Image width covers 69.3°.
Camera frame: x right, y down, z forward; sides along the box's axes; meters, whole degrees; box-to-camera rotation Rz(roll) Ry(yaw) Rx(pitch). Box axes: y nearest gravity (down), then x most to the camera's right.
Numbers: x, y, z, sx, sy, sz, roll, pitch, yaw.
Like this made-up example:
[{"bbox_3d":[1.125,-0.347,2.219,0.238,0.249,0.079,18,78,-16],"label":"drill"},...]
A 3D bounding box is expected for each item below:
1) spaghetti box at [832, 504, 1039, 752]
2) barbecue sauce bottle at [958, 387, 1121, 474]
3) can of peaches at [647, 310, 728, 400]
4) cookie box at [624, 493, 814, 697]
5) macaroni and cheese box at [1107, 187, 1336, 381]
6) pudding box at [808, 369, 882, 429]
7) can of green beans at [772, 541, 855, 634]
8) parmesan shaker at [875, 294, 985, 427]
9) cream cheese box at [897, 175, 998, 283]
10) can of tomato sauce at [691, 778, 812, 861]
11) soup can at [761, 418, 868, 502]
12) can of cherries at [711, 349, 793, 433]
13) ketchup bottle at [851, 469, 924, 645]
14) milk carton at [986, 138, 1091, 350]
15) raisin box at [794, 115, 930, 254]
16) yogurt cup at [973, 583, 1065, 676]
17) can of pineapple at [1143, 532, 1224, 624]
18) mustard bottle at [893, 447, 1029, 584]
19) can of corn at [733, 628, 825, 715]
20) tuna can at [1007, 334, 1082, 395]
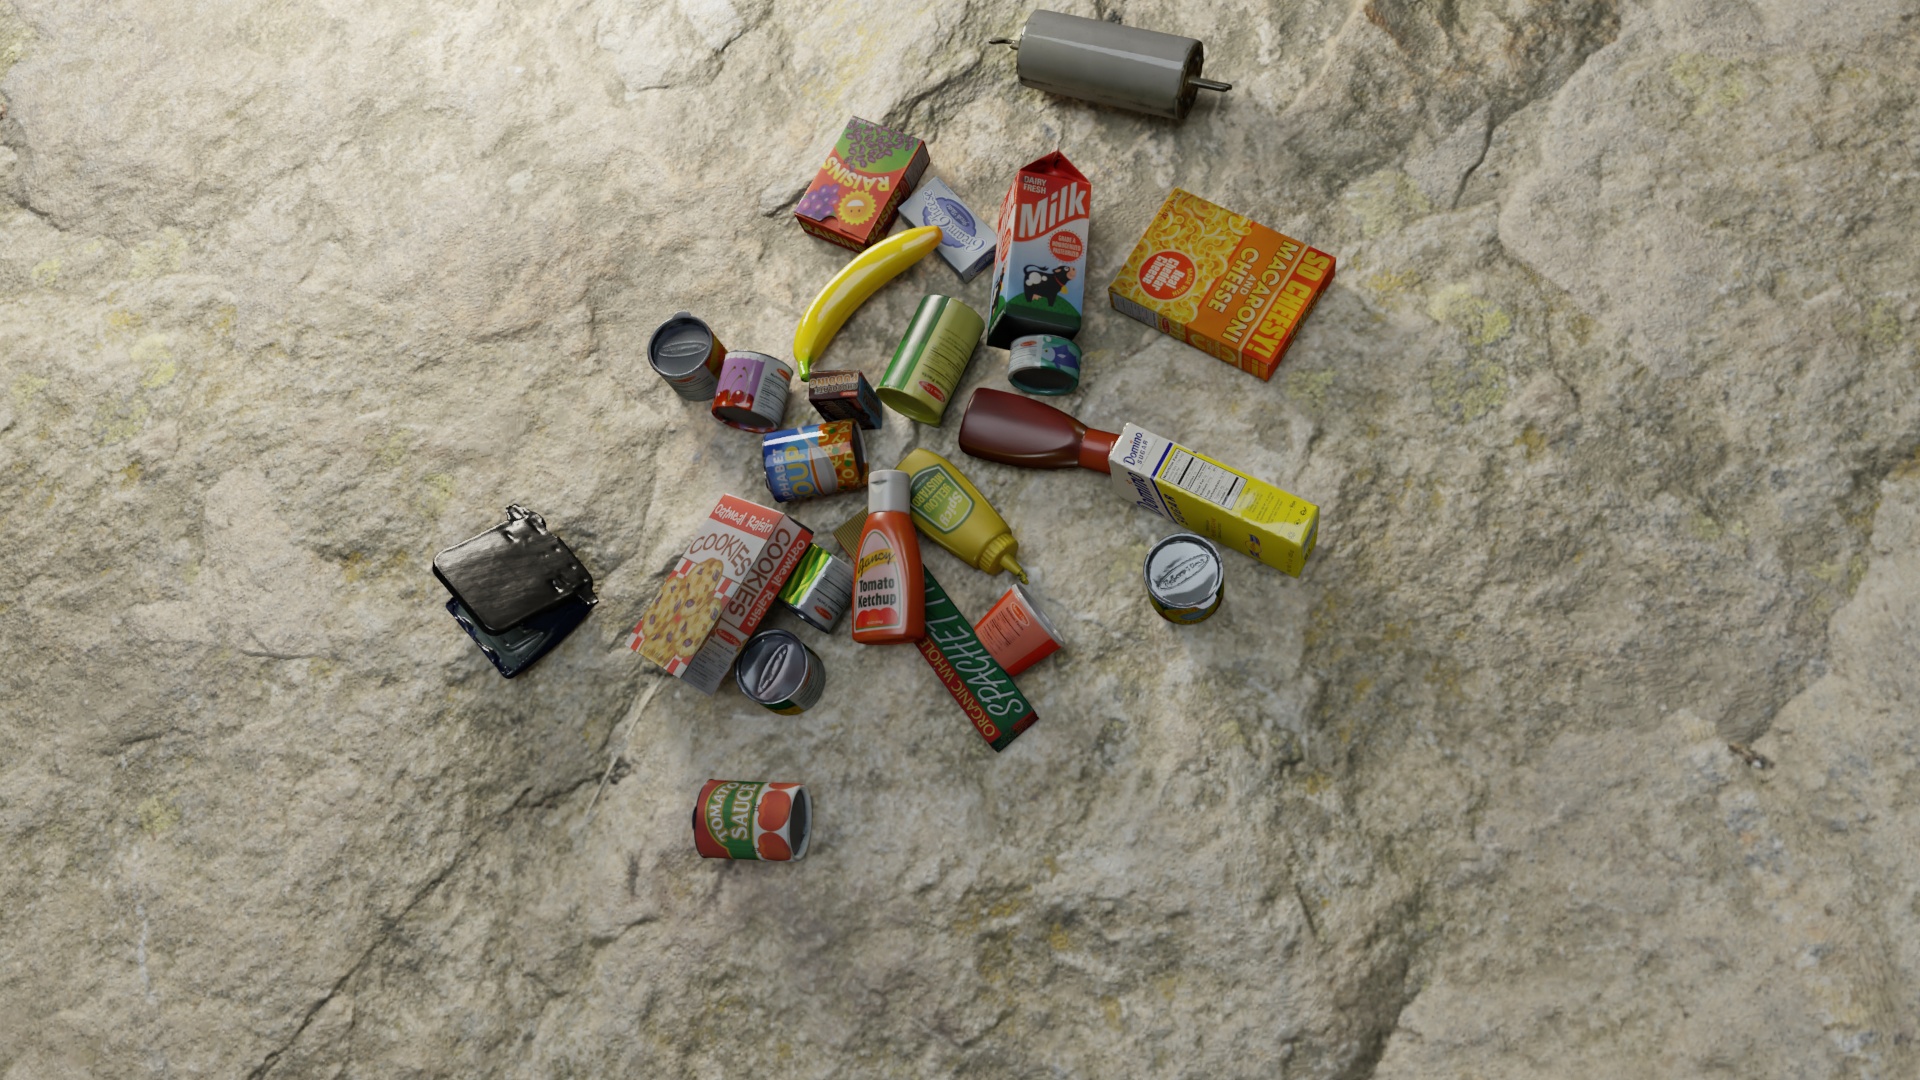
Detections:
[{"bbox_3d":[-0.024,0.072,1.220,0.050,0.028,0.250,-37,68,-2],"label":"spaghetti box"},{"bbox_3d":[0.076,-0.092,1.250,0.148,0.043,0.065,15,75,15],"label":"barbecue sauce bottle"},{"bbox_3d":[-0.259,-0.177,1.340,0.071,0.058,0.071,-4,70,11],"label":"can of peaches"},{"bbox_3d":[-0.214,0.044,1.231,0.123,0.040,0.168,17,72,53],"label":"cookie box"},{"bbox_3d":[0.239,-0.235,1.270,0.167,0.040,0.124,30,79,20],"label":"macaroni and cheese box"},{"bbox_3d":[-0.105,-0.129,1.278,0.049,0.083,0.030,-2,74,10],"label":"pudding box"},{"bbox_3d":[-0.128,0.041,1.232,0.071,0.071,0.058,30,79,19],"label":"can of green beans"},{"bbox_3d":[-0.025,-0.167,1.287,0.071,0.071,0.103,21,76,17],"label":"parmesan shaker"},{"bbox_3d":[-0.009,-0.302,1.351,0.053,0.024,0.104,-41,68,-3],"label":"cream cheese box"},{"bbox_3d":[-0.175,0.235,1.171,0.083,0.071,0.071,0,71,11],"label":"can of tomato sauce"},{"bbox_3d":[-0.132,-0.072,1.271,0.084,0.071,0.071,-9,70,8],"label":"soup can"},{"bbox_3d":[-0.198,-0.140,1.311,0.071,0.071,0.058,8,74,14],"label":"can of cherries"},{"bbox_3d":[-0.062,0.015,1.201,0.064,0.043,0.149,-8,75,31],"label":"ketchup bottle"},{"bbox_3d":[0.074,-0.273,1.288,0.073,0.072,0.191,9,71,-10],"label":"milk carton"},{"bbox_3d":[-0.097,-0.351,1.378,0.086,0.040,0.123,25,78,17],"label":"raisin box"},{"bbox_3d":[0.048,0.079,1.186,0.054,0.072,0.072,-40,68,5],"label":"yogurt cup"},{"bbox_3d":[0.190,0.035,1.175,0.071,0.057,0.071,-4,71,11],"label":"can of pineapple"},{"bbox_3d":[0.004,-0.015,1.234,0.160,0.048,0.065,41,88,21],"label":"mustard bottle"},{"bbox_3d":[-0.159,0.115,1.216,0.071,0.058,0.071,-4,71,10],"label":"can of corn"},{"bbox_3d":[0.078,-0.158,1.263,0.071,0.071,0.033,3,73,12],"label":"tuna can"}]
